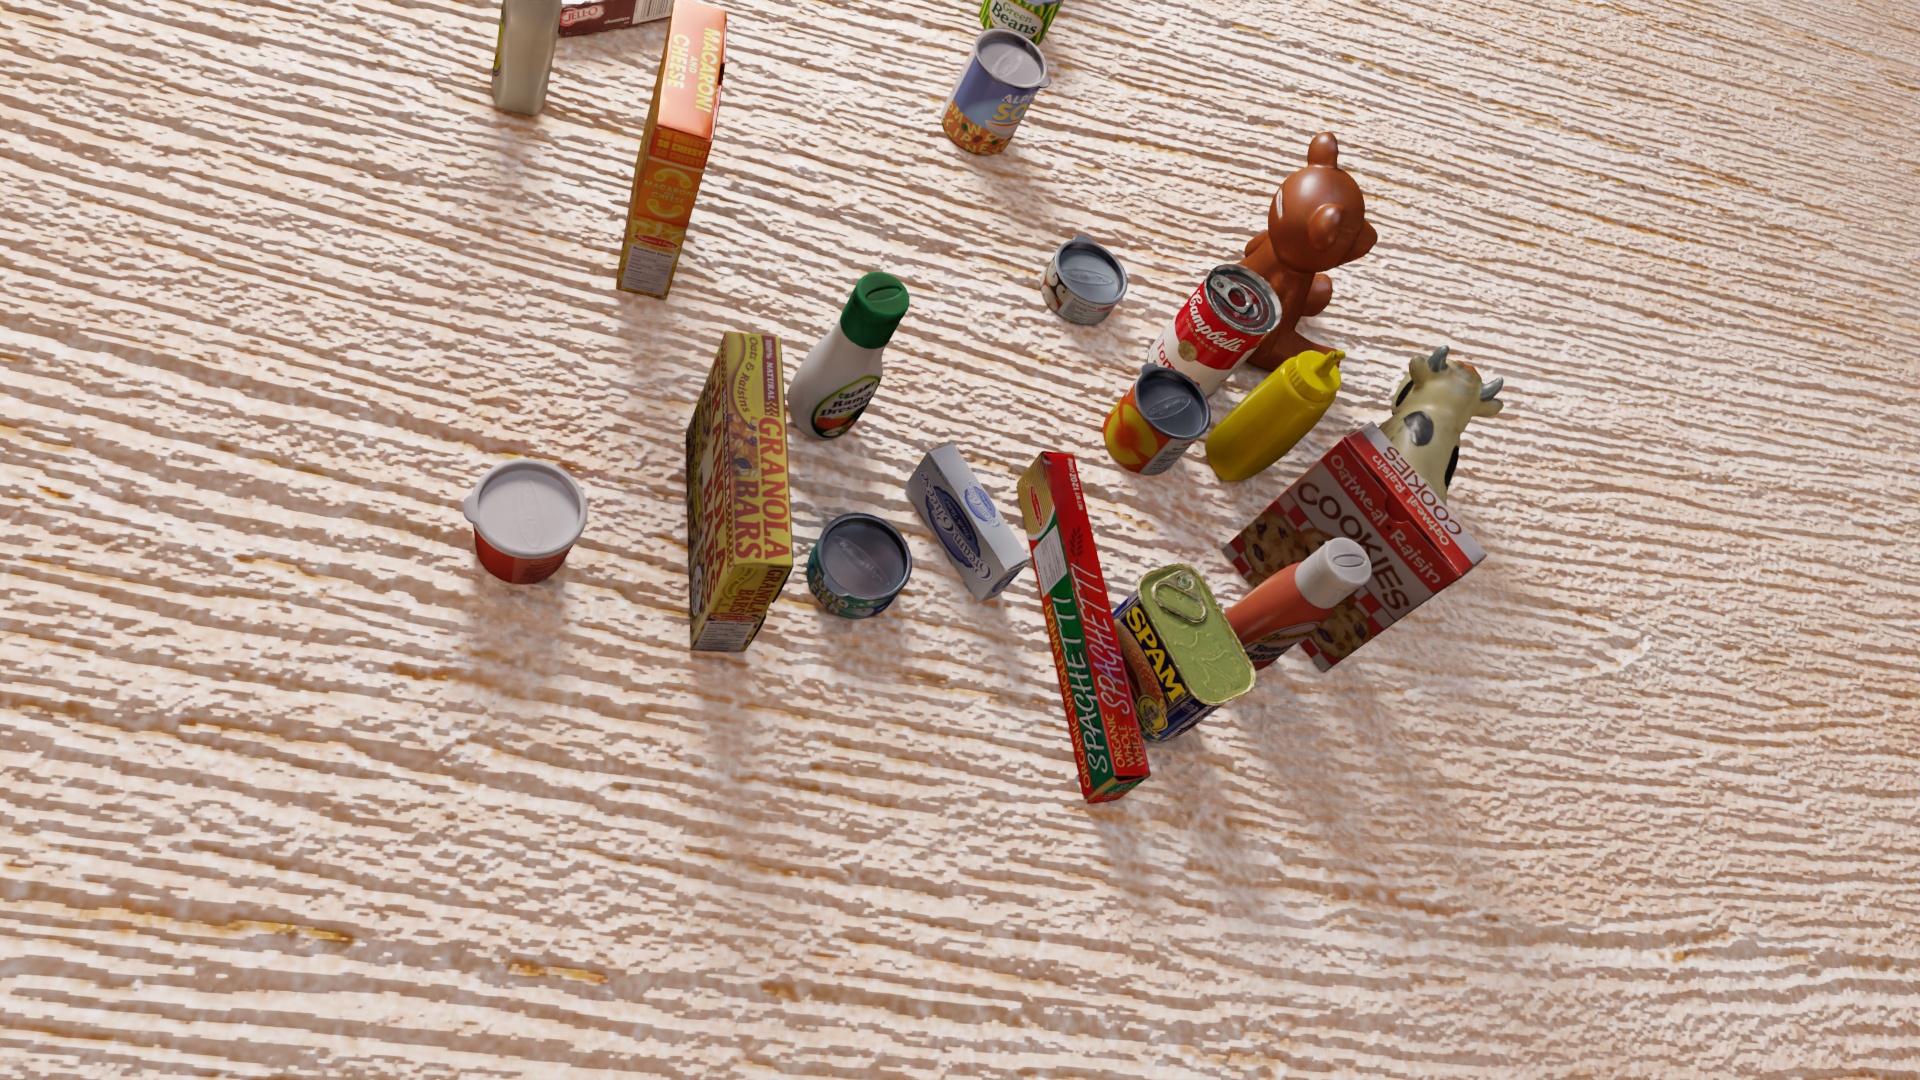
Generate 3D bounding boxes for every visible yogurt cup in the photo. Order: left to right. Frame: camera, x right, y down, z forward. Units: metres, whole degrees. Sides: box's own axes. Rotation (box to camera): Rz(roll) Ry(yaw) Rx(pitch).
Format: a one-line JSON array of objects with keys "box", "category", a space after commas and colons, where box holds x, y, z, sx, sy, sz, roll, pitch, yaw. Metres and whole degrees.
[{"box": [-0.266, -0.009, 0.850, 0.072, 0.053, 0.073, 11, 58, -18], "category": "yogurt cup"}]

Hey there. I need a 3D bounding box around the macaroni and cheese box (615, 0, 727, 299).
[{"box": [-0.200, -0.268, 0.962, 0.040, 0.165, 0.124, 11, 58, -18], "category": "macaroni and cheese box"}]

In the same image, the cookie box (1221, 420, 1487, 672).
[{"box": [0.281, 0.009, 1.012, 0.040, 0.166, 0.123, -30, 77, -34], "category": "cookie box"}]

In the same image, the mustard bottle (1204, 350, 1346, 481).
[{"box": [0.249, -0.103, 1.068, 0.065, 0.159, 0.049, -20, 72, -32], "category": "mustard bottle"}]

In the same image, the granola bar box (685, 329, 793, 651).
[{"box": [-0.141, -0.029, 0.874, 0.039, 0.123, 0.166, 5, 60, -21], "category": "granola bar box"}]

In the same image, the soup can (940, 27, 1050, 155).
[{"box": [0.030, -0.377, 1.178, 0.071, 0.083, 0.071, 11, 58, -18], "category": "soup can"}]

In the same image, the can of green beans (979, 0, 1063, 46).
[{"box": [0.057, -0.495, 1.276, 0.071, 0.057, 0.071, 11, 58, -18], "category": "can of green beans"}]

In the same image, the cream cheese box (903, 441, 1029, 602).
[{"box": [0.003, -0.012, 0.972, 0.024, 0.053, 0.104, -24, 73, -33], "category": "cream cheese box"}]

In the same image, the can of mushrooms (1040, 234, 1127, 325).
[{"box": [0.101, -0.214, 1.146, 0.071, 0.033, 0.071, 11, 58, -18], "category": "can of mushrooms"}]

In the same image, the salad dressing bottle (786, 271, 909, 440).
[{"box": [-0.076, -0.124, 0.944, 0.064, 0.147, 0.044, -21, 72, -32], "category": "salad dressing bottle"}]

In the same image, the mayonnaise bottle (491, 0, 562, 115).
[{"box": [-0.307, -0.376, 0.990, 0.041, 0.147, 0.065, 5, 60, -21], "category": "mayonnaise bottle"}]

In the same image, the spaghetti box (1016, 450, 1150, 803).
[{"box": [0.082, 0.057, 0.968, 0.029, 0.050, 0.251, 1, 61, -23], "category": "spaghetti box"}]

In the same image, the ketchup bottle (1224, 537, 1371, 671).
[{"box": [0.231, 0.047, 0.979, 0.065, 0.148, 0.044, -2, 63, -25], "category": "ketchup bottle"}]

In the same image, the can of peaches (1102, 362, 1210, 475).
[{"box": [0.151, -0.094, 1.082, 0.071, 0.057, 0.071, 11, 58, -18], "category": "can of peaches"}]

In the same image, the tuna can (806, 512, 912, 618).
[{"box": [-0.070, 0.019, 0.934, 0.071, 0.032, 0.071, 11, 58, -18], "category": "tuna can"}]
